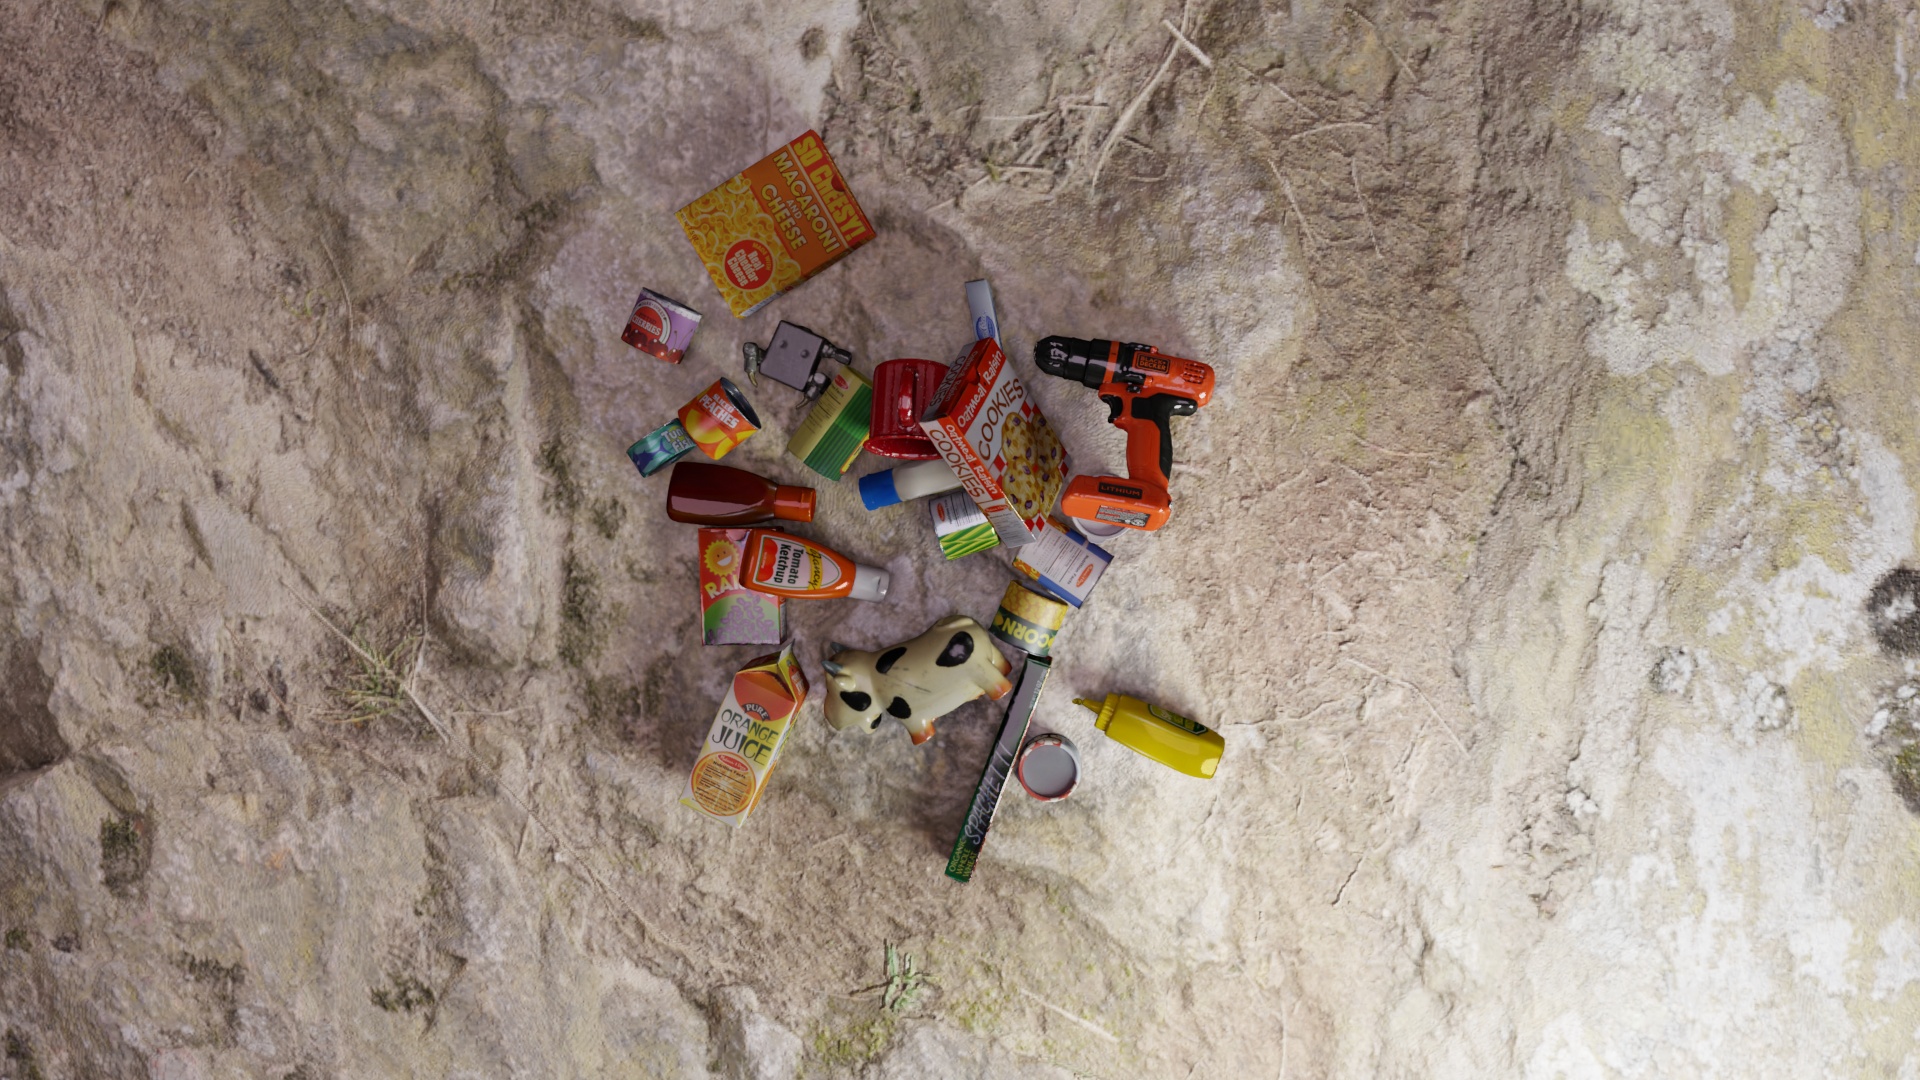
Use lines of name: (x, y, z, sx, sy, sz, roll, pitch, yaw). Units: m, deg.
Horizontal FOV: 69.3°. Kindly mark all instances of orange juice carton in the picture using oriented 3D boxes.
orange juice carton: (-0.217, 0.194, 1.449, 0.073, 0.072, 0.192, 25, 96, 2)

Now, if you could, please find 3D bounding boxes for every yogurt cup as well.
yogurt cup: (0.145, -0.036, 1.411, 0.072, 0.054, 0.072, 0, 95, 4)

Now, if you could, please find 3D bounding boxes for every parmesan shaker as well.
parmesan shaker: (-0.123, -0.120, 1.422, 0.071, 0.071, 0.103, 37, 98, 1)

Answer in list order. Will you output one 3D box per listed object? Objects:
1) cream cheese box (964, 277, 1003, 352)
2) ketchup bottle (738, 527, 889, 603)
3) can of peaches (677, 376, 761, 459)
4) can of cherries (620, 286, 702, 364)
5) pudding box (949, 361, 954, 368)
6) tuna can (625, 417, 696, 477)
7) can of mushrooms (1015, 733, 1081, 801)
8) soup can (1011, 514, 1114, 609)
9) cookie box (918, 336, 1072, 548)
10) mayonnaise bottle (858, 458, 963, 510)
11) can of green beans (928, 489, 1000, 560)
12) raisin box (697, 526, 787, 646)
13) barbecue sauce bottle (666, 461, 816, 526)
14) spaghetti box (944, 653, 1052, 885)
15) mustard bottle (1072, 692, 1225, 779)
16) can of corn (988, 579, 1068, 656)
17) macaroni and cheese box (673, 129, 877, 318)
cream cheese box: (0.027, -0.211, 1.407, 0.024, 0.053, 0.103, -10, 94, 7)
ketchup bottle: (-0.148, 0.032, 1.422, 0.149, 0.043, 0.065, 13, 83, -20)
can of peaches: (-0.248, -0.125, 1.427, 0.058, 0.071, 0.071, -35, 91, 8)
can of cherries: (-0.308, -0.220, 1.424, 0.071, 0.071, 0.058, 26, 97, 2)
pudding box: (-0.006, -0.139, 1.417, 0.030, 0.050, 0.083, 19, 95, 5)
tuna can: (-0.307, -0.096, 1.435, 0.071, 0.071, 0.033, -33, 93, 7)
can of mushrooms: (0.091, 0.238, 1.448, 0.071, 0.033, 0.071, 0, 95, 4)
soup can: (0.104, 0.021, 1.413, 0.084, 0.071, 0.071, 34, 97, 6)
cookie box: (0.039, -0.095, 1.349, 0.040, 0.123, 0.167, -12, 127, 36)
mayonnaise bottle: (-0.029, -0.066, 1.420, 0.148, 0.065, 0.041, -16, 97, 10)
can of green beans: (0.005, -0.019, 1.418, 0.058, 0.071, 0.071, -17, 93, 5)
raisin box: (-0.228, 0.047, 1.455, 0.086, 0.040, 0.123, -1, 94, 6)
barbecue sauce bottle: (-0.226, -0.044, 1.443, 0.148, 0.043, 0.065, 6, 69, 3)
spaghetti box: (0.040, 0.236, 1.443, 0.029, 0.050, 0.249, 21, 96, 5)
mustard bottle: (0.190, 0.192, 1.422, 0.160, 0.065, 0.048, 23, 101, 6)
can of corn: (0.070, 0.079, 1.418, 0.071, 0.071, 0.058, 24, 96, 2)
macaroni and cheese box: (-0.188, -0.322, 1.422, 0.166, 0.040, 0.123, -30, 93, 6)
